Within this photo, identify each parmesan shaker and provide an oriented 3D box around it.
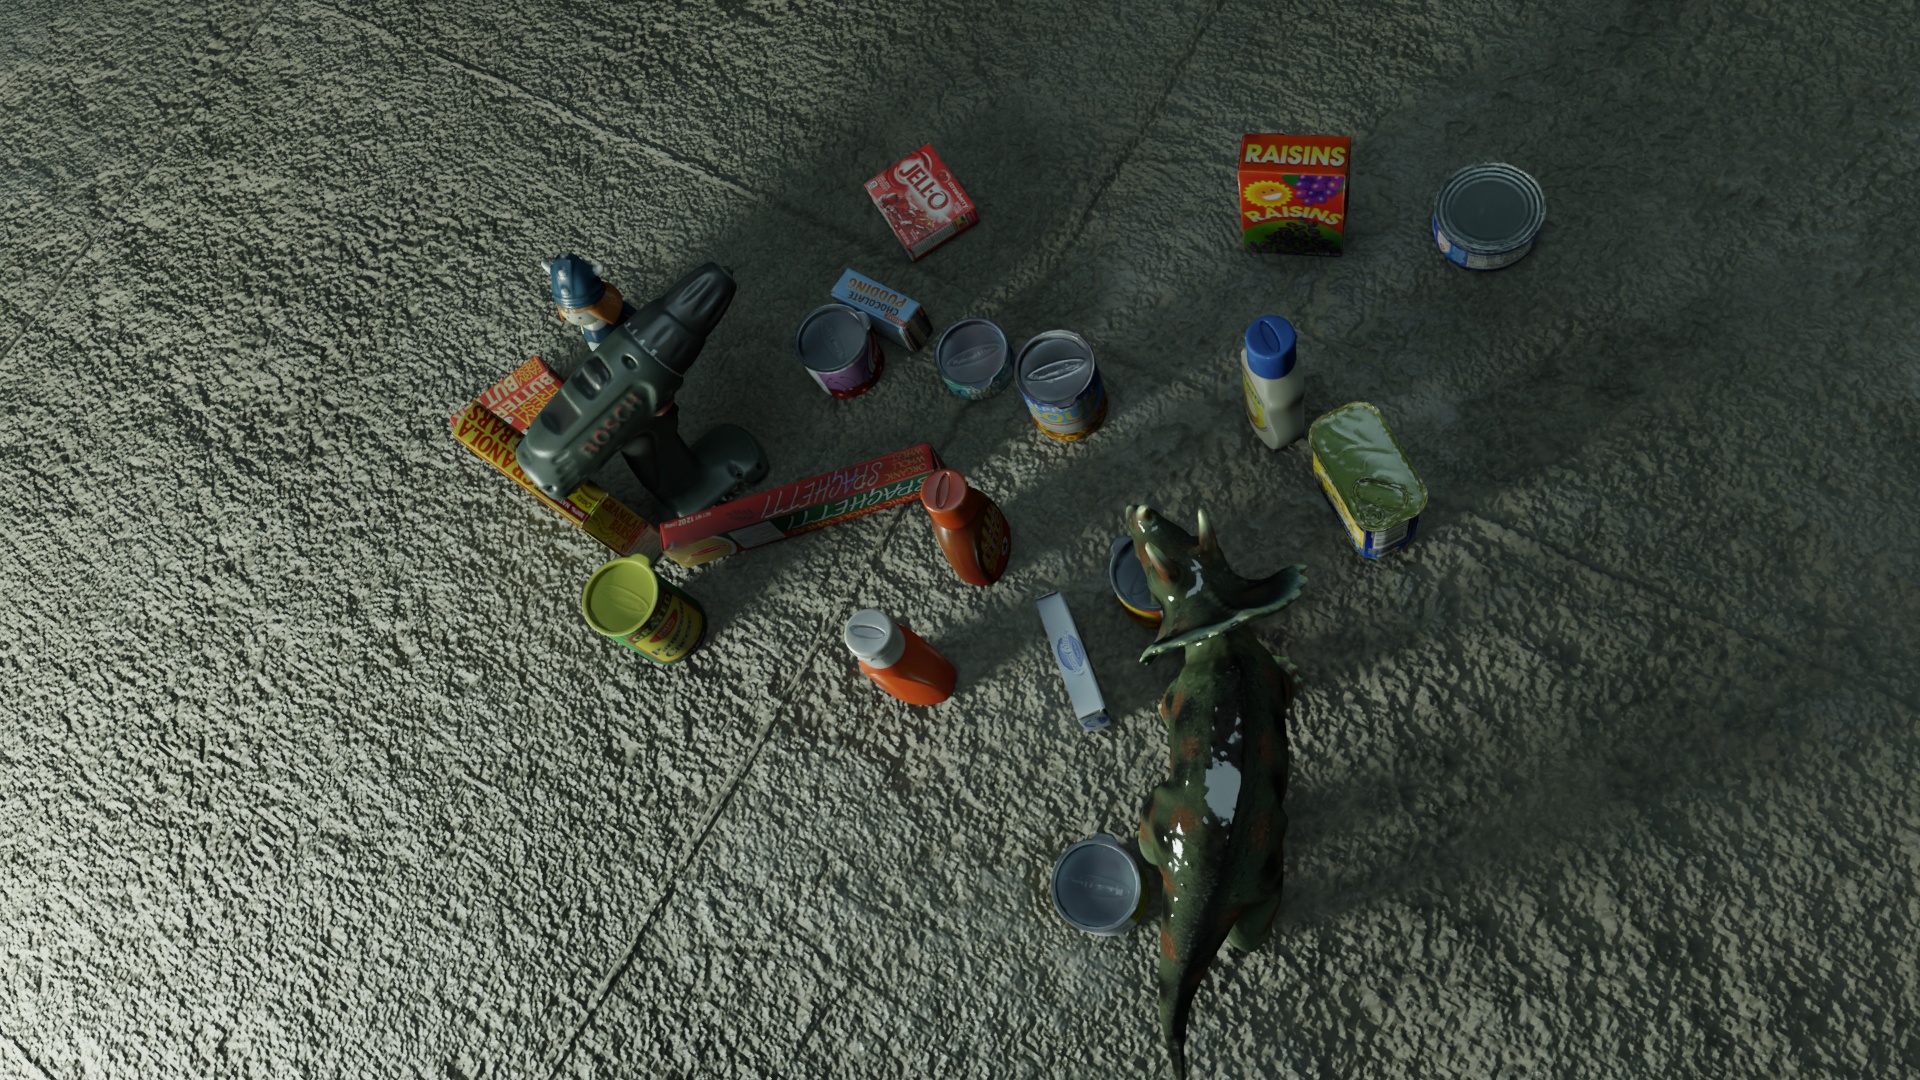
[{"bbox_3d":[-0.260,0.059,1.160,0.071,0.103,0.071,-5,70,13],"label":"parmesan shaker"}]

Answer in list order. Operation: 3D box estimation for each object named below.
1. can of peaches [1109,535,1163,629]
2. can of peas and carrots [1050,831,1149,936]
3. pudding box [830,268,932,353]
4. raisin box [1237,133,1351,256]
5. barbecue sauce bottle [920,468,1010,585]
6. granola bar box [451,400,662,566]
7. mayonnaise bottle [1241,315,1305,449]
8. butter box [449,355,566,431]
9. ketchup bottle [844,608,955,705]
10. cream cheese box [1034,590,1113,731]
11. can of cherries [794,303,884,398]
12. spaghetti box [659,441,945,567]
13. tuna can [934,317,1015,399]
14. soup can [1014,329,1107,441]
[{"bbox_3d":[0.152,0.030,1.092,0.071,0.058,0.071,-4,70,13],"label":"can of peaches"},{"bbox_3d":[0.104,0.254,1.023,0.071,0.058,0.071,-4,70,13],"label":"can of peas and carrots"},{"bbox_3d":[-0.070,-0.205,1.237,0.084,0.049,0.030,29,80,21],"label":"pudding box"},{"bbox_3d":[0.275,-0.282,1.139,0.086,0.123,0.040,7,73,16],"label":"raisin box"},{"bbox_3d":[0.004,-0.014,1.096,0.044,0.148,0.065,7,73,16],"label":"barbecue sauce bottle"},{"bbox_3d":[-0.346,-0.045,1.207,0.166,0.124,0.039,32,81,22],"label":"granola bar box"},{"bbox_3d":[0.242,-0.125,1.077,0.041,0.147,0.065,-24,67,5],"label":"mayonnaise bottle"},{"bbox_3d":[-0.417,-0.125,1.293,0.103,0.053,0.024,-36,67,-1],"label":"butter box"},{"bbox_3d":[-0.050,0.091,1.072,0.065,0.148,0.043,9,74,17],"label":"ketchup bottle"},{"bbox_3d":[0.089,0.095,1.087,0.024,0.053,0.104,-22,67,6],"label":"cream cheese box"},{"bbox_3d":[-0.104,-0.167,1.227,0.071,0.058,0.071,-4,70,13],"label":"can of cherries"},{"bbox_3d":[-0.132,-0.029,1.189,0.250,0.050,0.029,-16,68,8],"label":"spaghetti box"},{"bbox_3d":[0.014,-0.155,1.208,0.071,0.032,0.071,-4,70,12],"label":"tuna can"},{"bbox_3d":[0.085,-0.124,1.151,0.071,0.083,0.071,-5,70,13],"label":"soup can"}]
